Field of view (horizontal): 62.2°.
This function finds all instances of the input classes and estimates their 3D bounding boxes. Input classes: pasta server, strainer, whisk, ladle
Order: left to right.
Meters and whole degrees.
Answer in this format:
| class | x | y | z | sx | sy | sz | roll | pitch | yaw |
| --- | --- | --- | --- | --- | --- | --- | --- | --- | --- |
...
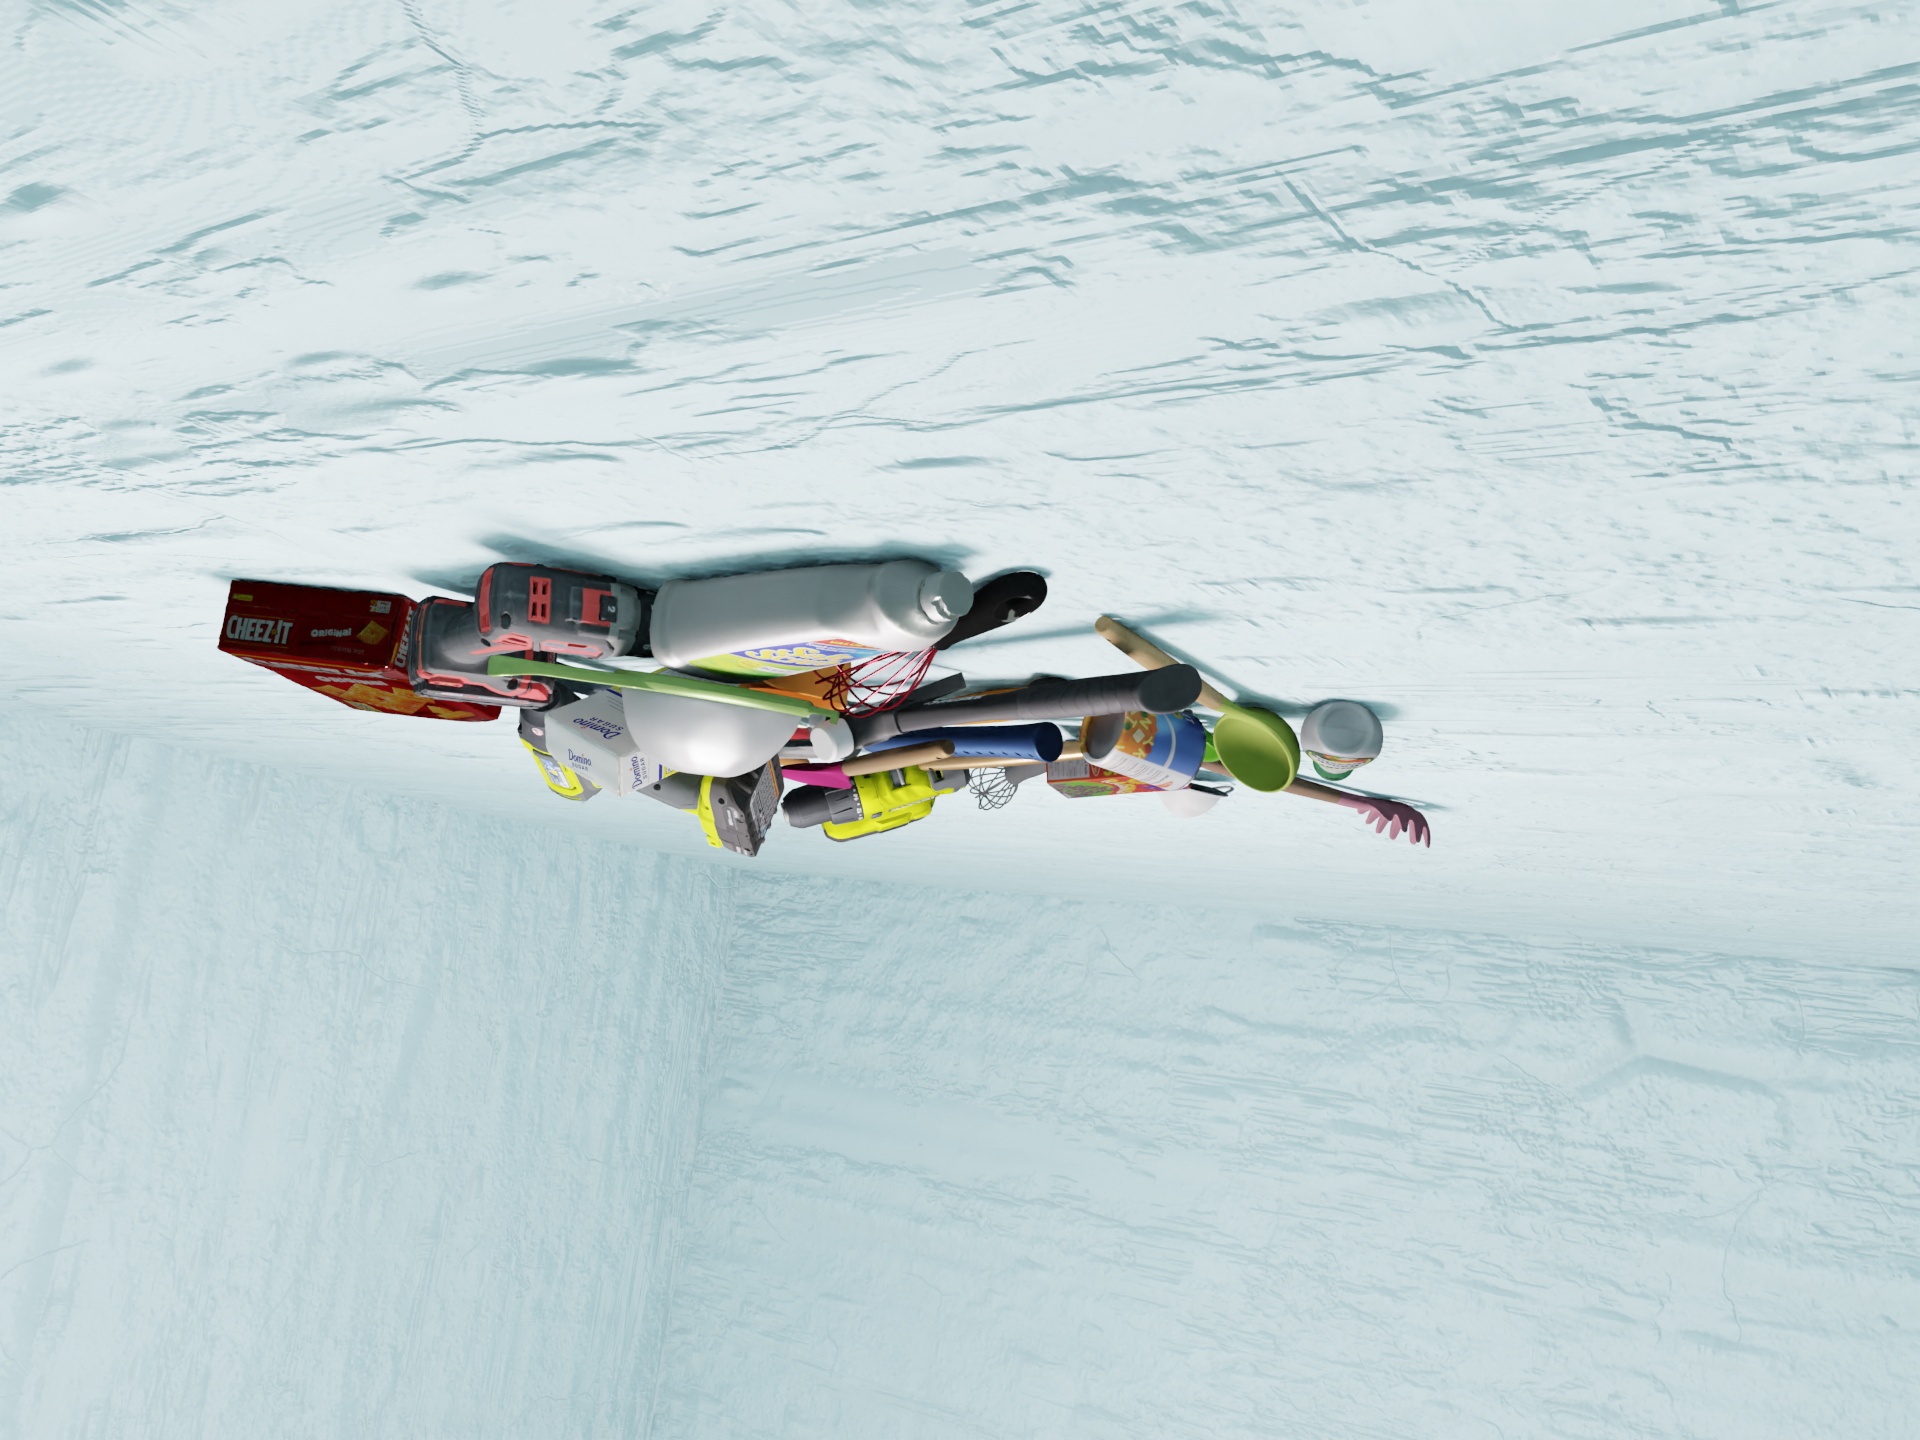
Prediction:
| class | x | y | z | sx | sy | sz | roll | pitch | yaw |
| --- | --- | --- | --- | --- | --- | --- | --- | --- | --- |
| strainer | -0.224 | 0.001 | 1.143 | 0.256 | 0.069 | 0.151 | 9 | 179 | -44 |
| whisk | -0.025 | -0.056 | 1.111 | 0.073 | 0.073 | 0.296 | 13 | 162 | -28 |
| whisk | 0.060 | 0.055 | 1.687 | 0.055 | 0.055 | 0.239 | 11 | 165 | -16 |
| strainer | 0.185 | 0.060 | 1.632 | 0.258 | 0.050 | 0.087 | 20 | 179 | -36 |
| ladle | 0.176 | -0.011 | 1.199 | 0.078 | 0.062 | 0.319 | 24 | 179 | 37 |
| pasta server | 0.357 | 0.079 | 1.604 | 0.316 | 0.040 | 0.060 | 15 | 179 | -29 |

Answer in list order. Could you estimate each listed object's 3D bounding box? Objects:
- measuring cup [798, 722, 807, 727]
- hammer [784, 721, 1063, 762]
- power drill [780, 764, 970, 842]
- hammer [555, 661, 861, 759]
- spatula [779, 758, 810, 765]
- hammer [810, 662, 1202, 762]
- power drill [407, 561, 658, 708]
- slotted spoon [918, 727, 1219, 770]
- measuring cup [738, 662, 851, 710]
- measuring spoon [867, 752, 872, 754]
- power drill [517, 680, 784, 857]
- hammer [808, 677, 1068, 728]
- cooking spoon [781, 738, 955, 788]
| class | x | y | z | sx | sy | sz | roll | pitch | yaw |
| --- | --- | --- | --- | --- | --- | --- | --- | --- | --- |
| measuring cup | -0.192 | -0.023 | 1.465 | 0.083 | 0.038 | 0.167 | 0 | 170 | 32 |
| hammer | -0.094 | 0.019 | 1.414 | 0.405 | 0.035 | 0.144 | -1 | 167 | 37 |
| power drill | -0.097 | 0.077 | 1.686 | 0.190 | 0.080 | 0.228 | -17 | 174 | -9 |
| hammer | -0.291 | -0.014 | 1.583 | 0.386 | 0.038 | 0.143 | 16 | 169 | -38 |
| spatula | -0.257 | 0.020 | 1.799 | 0.081 | 0.041 | 0.322 | 2 | 173 | 26 |
| hammer | 0.042 | -0.013 | 1.173 | 0.146 | 0.035 | 0.335 | -22 | -170 | -40 |
| power drill | -0.306 | -0.064 | 1.218 | 0.187 | 0.080 | 0.227 | 7 | 168 | -38 |
| slotted spoon | 0.092 | 0.027 | 1.455 | 0.314 | 0.031 | 0.070 | -6 | 150 | 33 |
| measuring cup | -0.146 | -0.050 | 1.235 | 0.095 | 0.052 | 0.173 | 5 | 168 | 23 |
| measuring spoon | -0.071 | 0.027 | 1.524 | 0.042 | 0.021 | 0.128 | 0 | 180 | -14 |
| power drill | -0.277 | 0.036 | 1.403 | 0.223 | 0.080 | 0.171 | 16 | 153 | 8 |
| hammer | -0.002 | -0.005 | 1.425 | 0.127 | 0.034 | 0.337 | 15 | 167 | -32 |
| cooking spoon | -0.084 | 0.038 | 1.357 | 0.068 | 0.017 | 0.319 | 18 | 166 | -26 |
